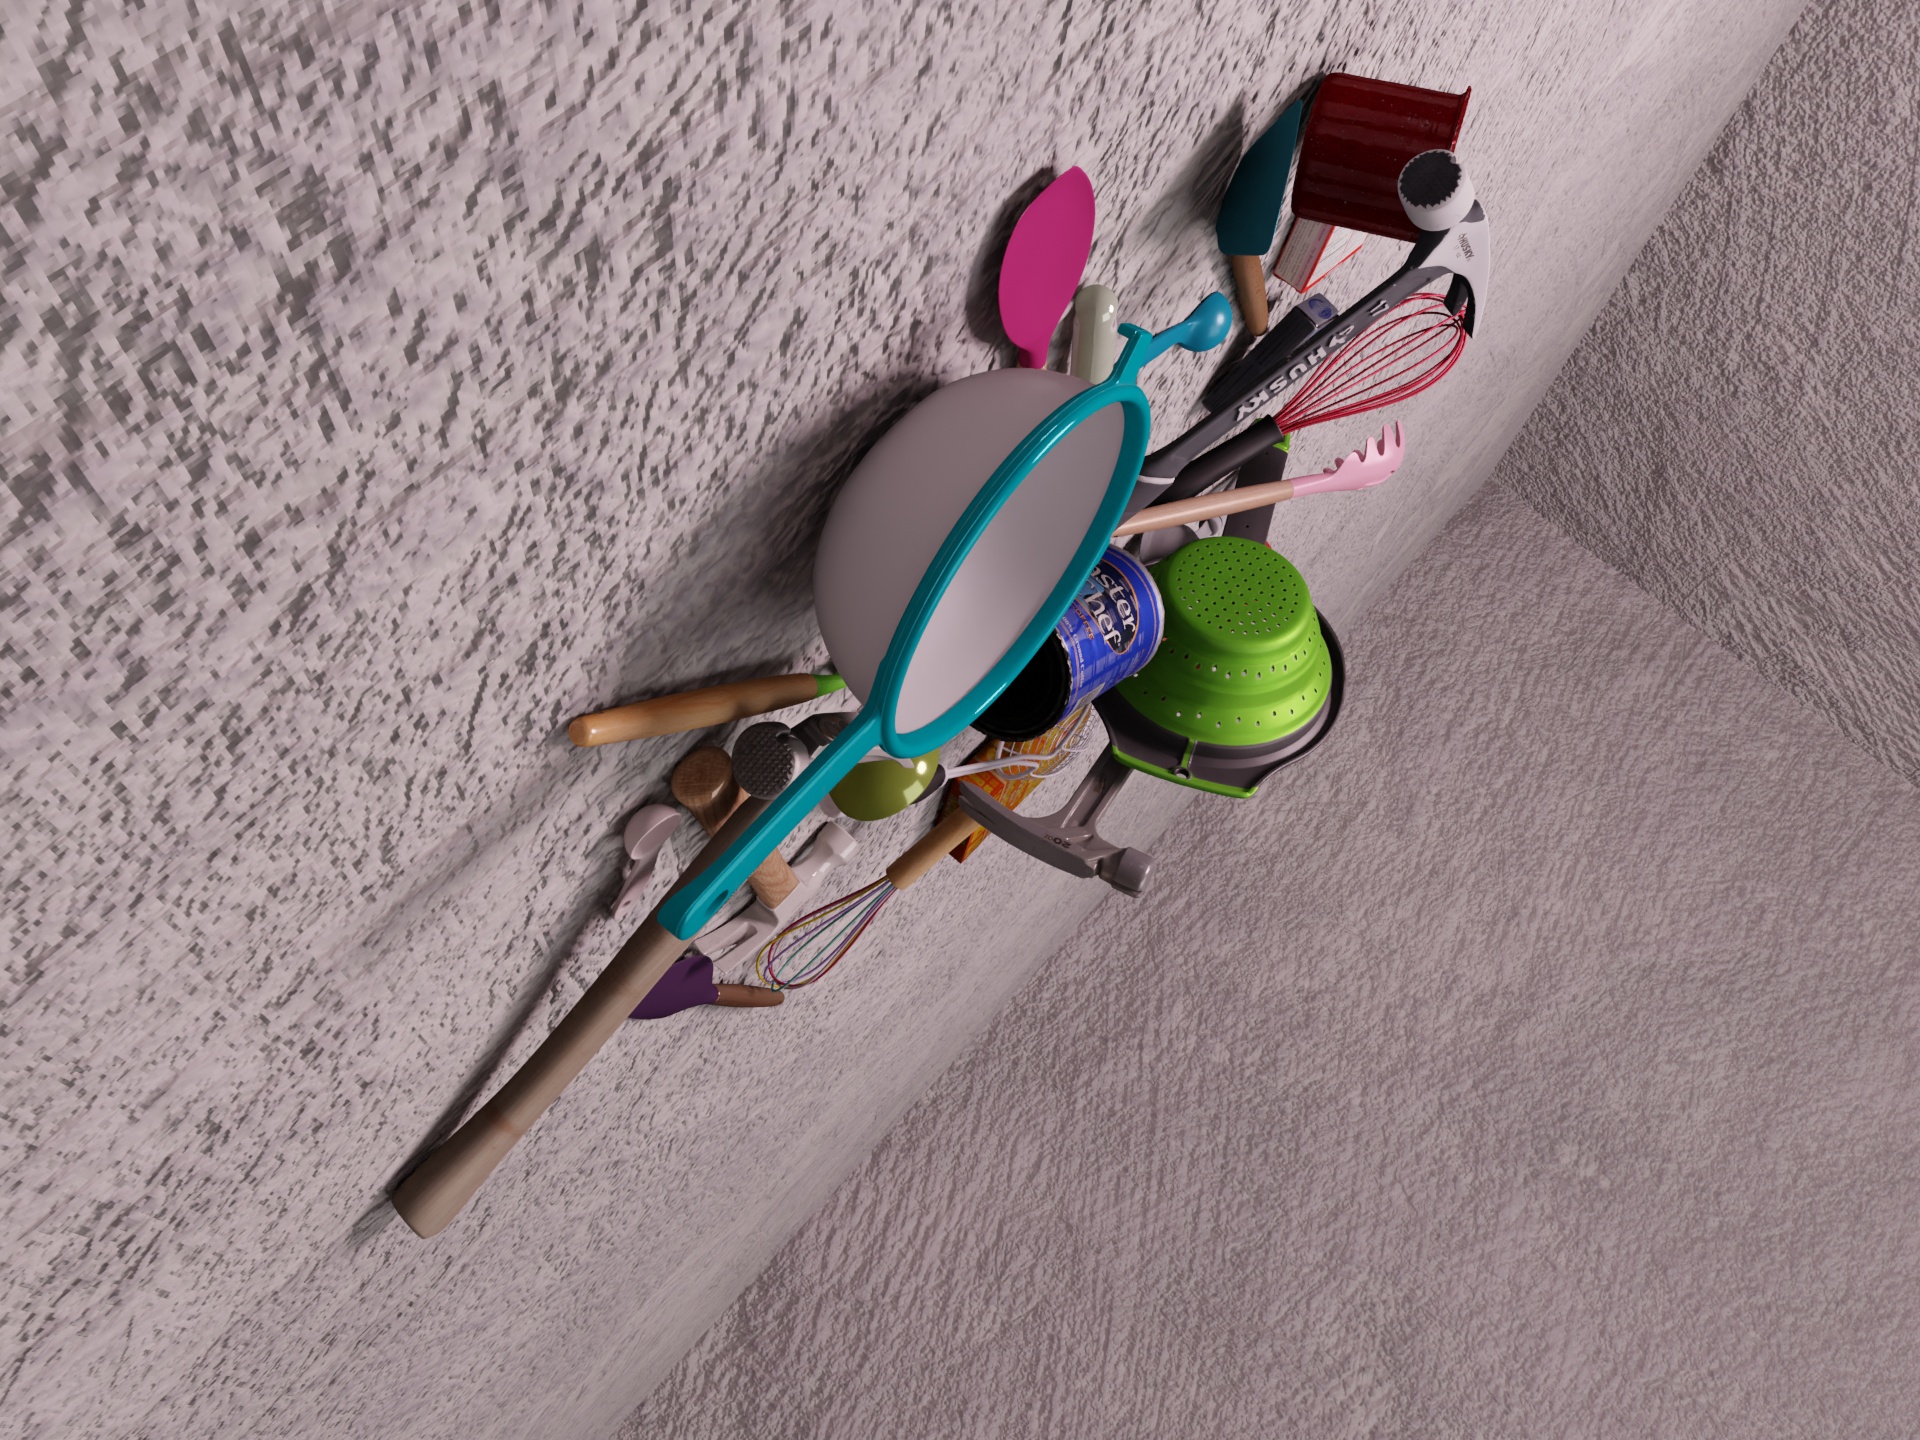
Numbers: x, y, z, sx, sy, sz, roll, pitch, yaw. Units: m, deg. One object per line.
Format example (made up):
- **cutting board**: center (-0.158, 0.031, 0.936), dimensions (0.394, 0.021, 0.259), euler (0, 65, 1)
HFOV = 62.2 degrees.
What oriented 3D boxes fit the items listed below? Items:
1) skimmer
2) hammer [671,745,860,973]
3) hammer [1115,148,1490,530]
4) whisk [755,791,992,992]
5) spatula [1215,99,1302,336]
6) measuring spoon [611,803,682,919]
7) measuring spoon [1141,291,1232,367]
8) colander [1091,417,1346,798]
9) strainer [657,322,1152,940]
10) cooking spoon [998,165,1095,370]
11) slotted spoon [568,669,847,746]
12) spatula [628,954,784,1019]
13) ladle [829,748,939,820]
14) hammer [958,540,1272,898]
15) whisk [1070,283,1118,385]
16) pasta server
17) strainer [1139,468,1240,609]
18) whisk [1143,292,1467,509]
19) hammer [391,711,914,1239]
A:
- **skimmer**: center (0.000, 0.011, 1.199), dimensions (0.127, 0.090, 0.363), euler (-41, 163, 31)
- **hammer**: center (-0.131, 0.081, 0.983), dimensions (0.130, 0.031, 0.331), euler (-47, 166, -12)
- **hammer**: center (0.130, -0.156, 0.927), dimensions (0.409, 0.036, 0.149), euler (-36, 153, 16)
- **whisk**: center (-0.067, 0.132, 1.209), dimensions (0.245, 0.047, 0.051), euler (-41, -178, 19)
- **spatula**: center (0.186, -0.283, 0.981), dimensions (0.317, 0.044, 0.082), euler (8, 94, -76)
- **measuring spoon**: center (-0.179, 0.078, 0.866), dimensions (0.034, 0.018, 0.124), euler (-36, 168, -36)
- **measuring spoon**: center (0.138, -0.235, 1.002), dimensions (0.128, 0.021, 0.042), euler (-39, 163, -42)
- **colander**: center (0.215, -0.127, 1.213), dimensions (0.094, 0.204, 0.397), euler (99, 9, -52)
- **strainer**: center (-0.045, -0.048, 0.751), dimensions (0.340, 0.095, 0.210), euler (-47, 164, -21)
- **cooking spoon**: center (0.036, -0.177, 0.844), dimensions (0.069, 0.017, 0.318), euler (-46, 166, -16)
- **slotted spoon**: center (-0.093, -0.015, 0.830), dimensions (0.313, 0.070, 0.031), euler (-15, 100, -61)
- **spatula**: center (-0.178, 0.203, 1.190), dimensions (0.060, 0.018, 0.315), euler (-47, 166, -2)
- **ladle**: center (-0.002, -0.004, 1.119), dimensions (0.078, 0.062, 0.320), euler (-12, -171, 26)
- **hammer**: center (0.147, -0.026, 1.211), dimensions (0.359, 0.149, 0.036), euler (-52, 161, -35)
- **whisk**: center (0.072, -0.170, 0.933), dimensions (0.246, 0.059, 0.058), euler (88, 7, -65)
- **pasta server**: center (0.222, -0.176, 1.192), dimensions (0.316, 0.040, 0.060), euler (-16, 170, -31)
- **strainer**: center (0.211, -0.165, 1.355), dimensions (0.050, 0.086, 0.258), euler (-9, -153, 36)
- **whisk**: center (0.253, -0.231, 1.195), dimensions (0.296, 0.073, 0.073), euler (-31, 168, 5)
- **hammer**: center (-0.186, 0.150, 0.896), dimensions (0.410, 0.038, 0.146), euler (-48, 163, 18)
